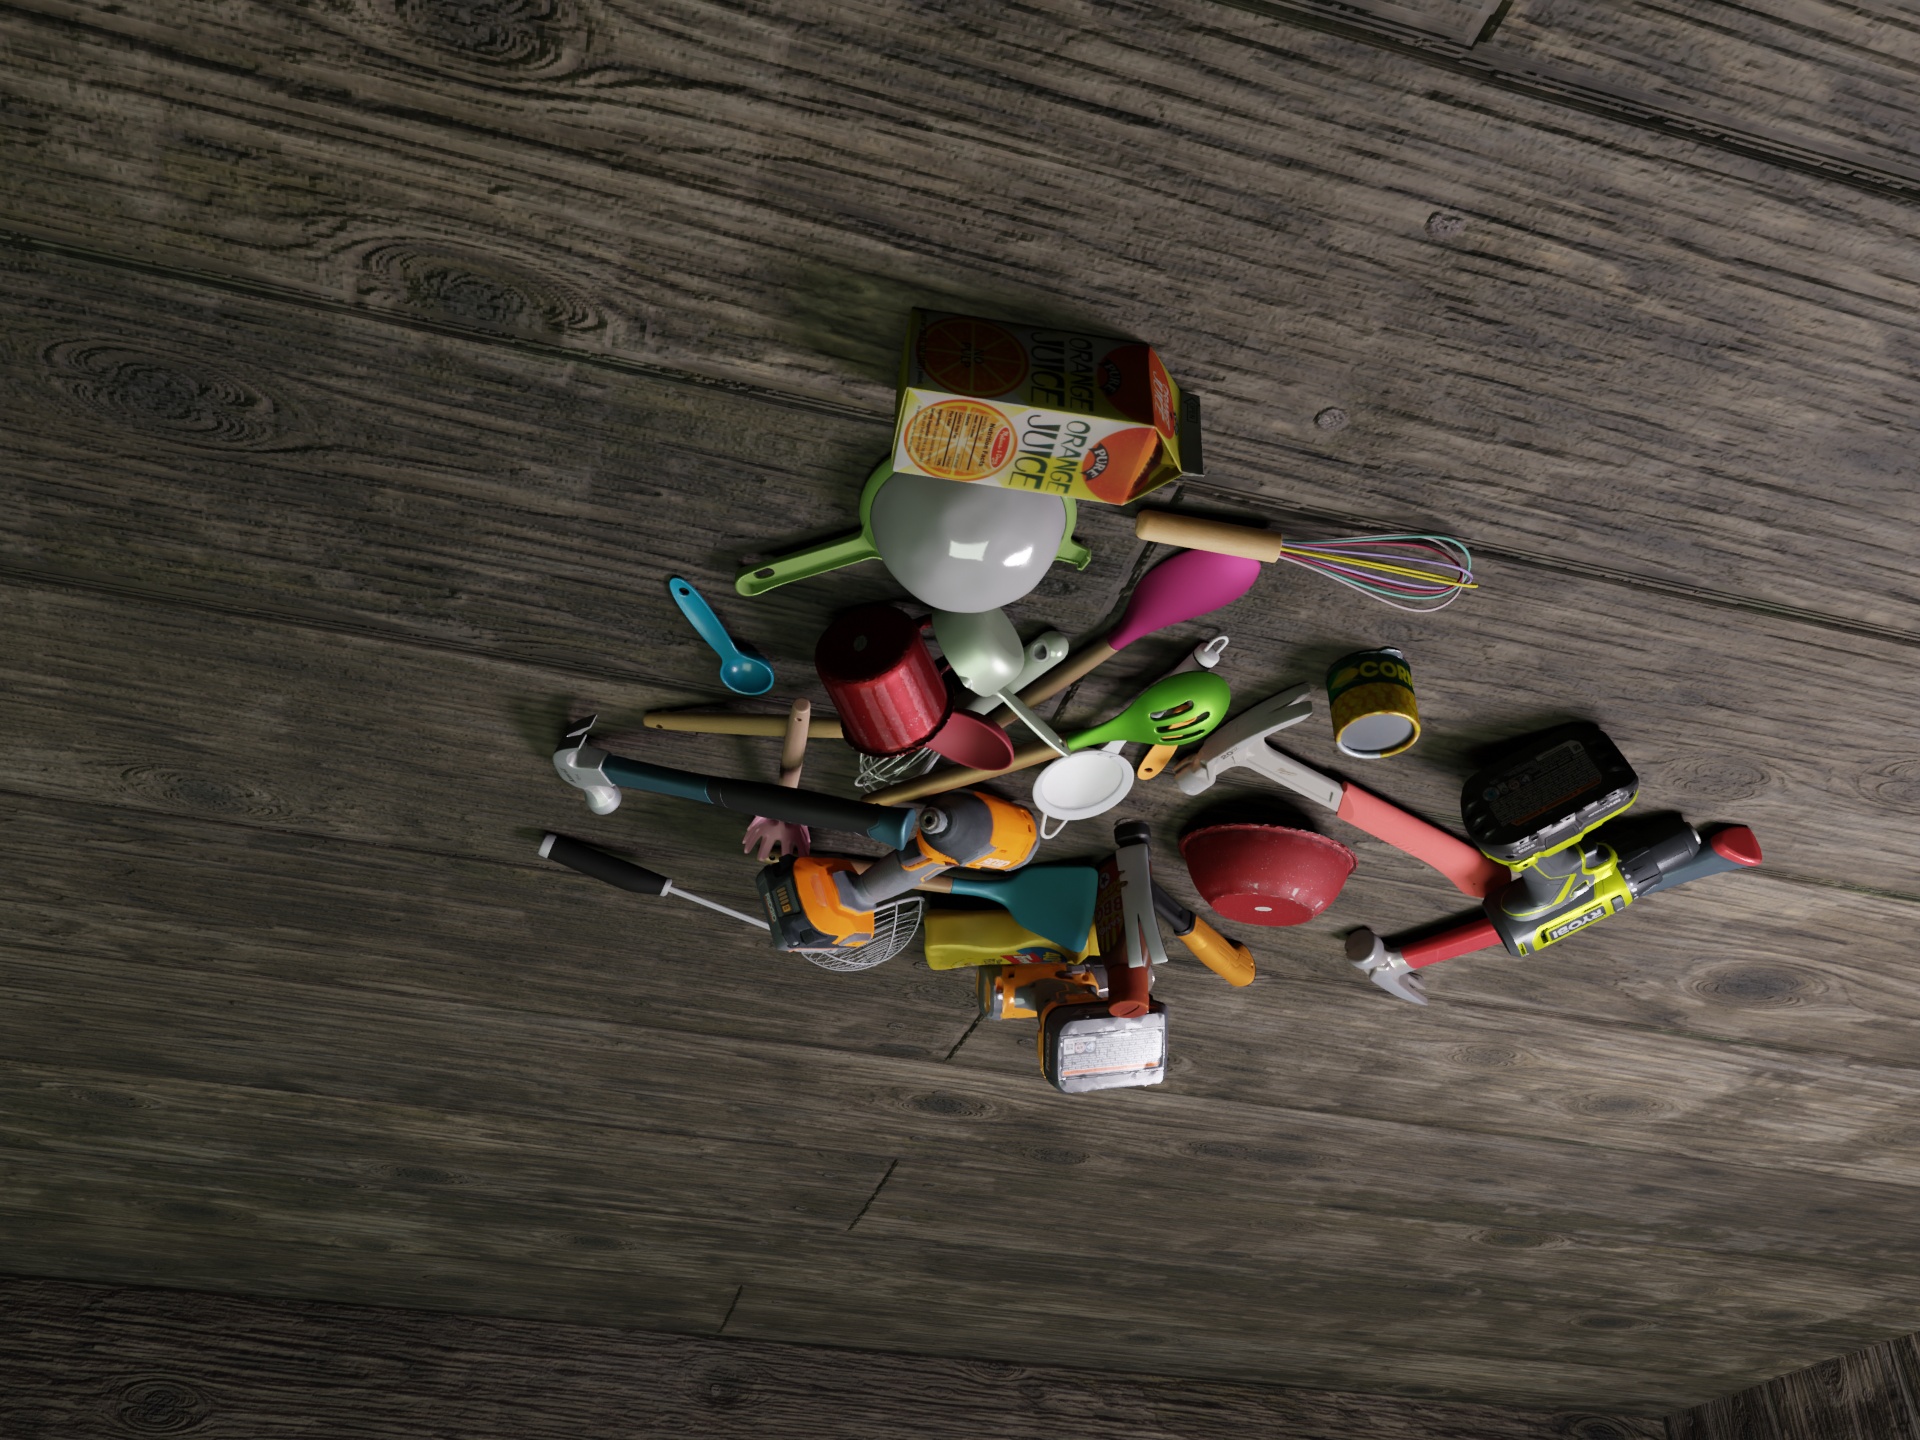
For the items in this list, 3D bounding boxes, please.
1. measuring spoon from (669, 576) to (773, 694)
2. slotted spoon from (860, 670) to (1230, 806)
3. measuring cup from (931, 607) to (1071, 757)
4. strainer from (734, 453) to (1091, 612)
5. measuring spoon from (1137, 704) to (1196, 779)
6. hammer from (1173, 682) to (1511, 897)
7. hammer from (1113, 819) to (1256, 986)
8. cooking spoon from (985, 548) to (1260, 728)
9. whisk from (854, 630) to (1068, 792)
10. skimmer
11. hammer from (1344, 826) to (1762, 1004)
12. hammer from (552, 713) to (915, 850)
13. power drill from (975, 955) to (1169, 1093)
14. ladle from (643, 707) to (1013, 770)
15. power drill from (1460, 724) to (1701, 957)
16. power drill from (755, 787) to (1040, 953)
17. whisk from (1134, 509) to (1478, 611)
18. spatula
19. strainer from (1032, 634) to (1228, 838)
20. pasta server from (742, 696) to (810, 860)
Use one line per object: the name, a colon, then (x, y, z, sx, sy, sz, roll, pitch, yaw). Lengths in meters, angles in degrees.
measuring spoon: (-0.183, -0.069, 1.214, 0.042, 0.021, 0.128, -14, 133, 21)
slotted spoon: (0.063, 0.026, 1.262, 0.314, 0.031, 0.070, -17, 131, 18)
measuring cup: (0.044, -0.031, 1.187, 0.038, 0.083, 0.167, -33, 121, 21)
strainer: (-0.044, -0.109, 1.101, 0.256, 0.069, 0.151, -14, 142, 18)
measuring spoon: (0.171, 0.018, 1.329, 0.021, 0.011, 0.116, 7, 148, -10)
hammer: (0.363, 0.077, 1.381, 0.358, 0.037, 0.149, 25, 138, -29)
hammer: (0.219, 0.204, 1.488, 0.034, 0.127, 0.336, -15, 153, 21)
cooking spoon: (0.100, -0.048, 1.227, 0.068, 0.017, 0.319, 28, 136, -31)
whisk: (-0.002, -0.004, 1.277, 0.246, 0.058, 0.059, -35, 165, 36)
skimmer: (-0.213, 0.154, 1.513, 0.363, 0.090, 0.127, 22, 152, -10)
hammer: (0.575, 0.189, 1.531, 0.386, 0.038, 0.143, -27, 137, 33)
hammer: (-0.187, 0.059, 1.291, 0.331, 0.033, 0.128, 10, 150, 22)
power drill: (0.131, 0.282, 1.552, 0.185, 0.084, 0.226, -2, -170, -16)
ladle: (-0.108, 0.007, 1.269, 0.315, 0.031, 0.069, 3, 141, 16)
power drill: (0.531, 0.103, 1.363, 0.190, 0.080, 0.228, -29, 138, 10)
power drill: (-0.060, 0.125, 1.368, 0.226, 0.084, 0.164, -26, 161, 19)
whisk: (0.243, -0.117, 1.105, 0.245, 0.047, 0.051, 9, 130, -5)
spatula: (-0.033, 0.150, 1.488, 0.317, 0.082, 0.044, 9, -174, -5)
strainer: (0.136, 0.009, 1.289, 0.086, 0.050, 0.258, 15, 137, -28)
pasta server: (-0.143, 0.054, 1.314, 0.060, 0.040, 0.316, 12, 156, -5)
